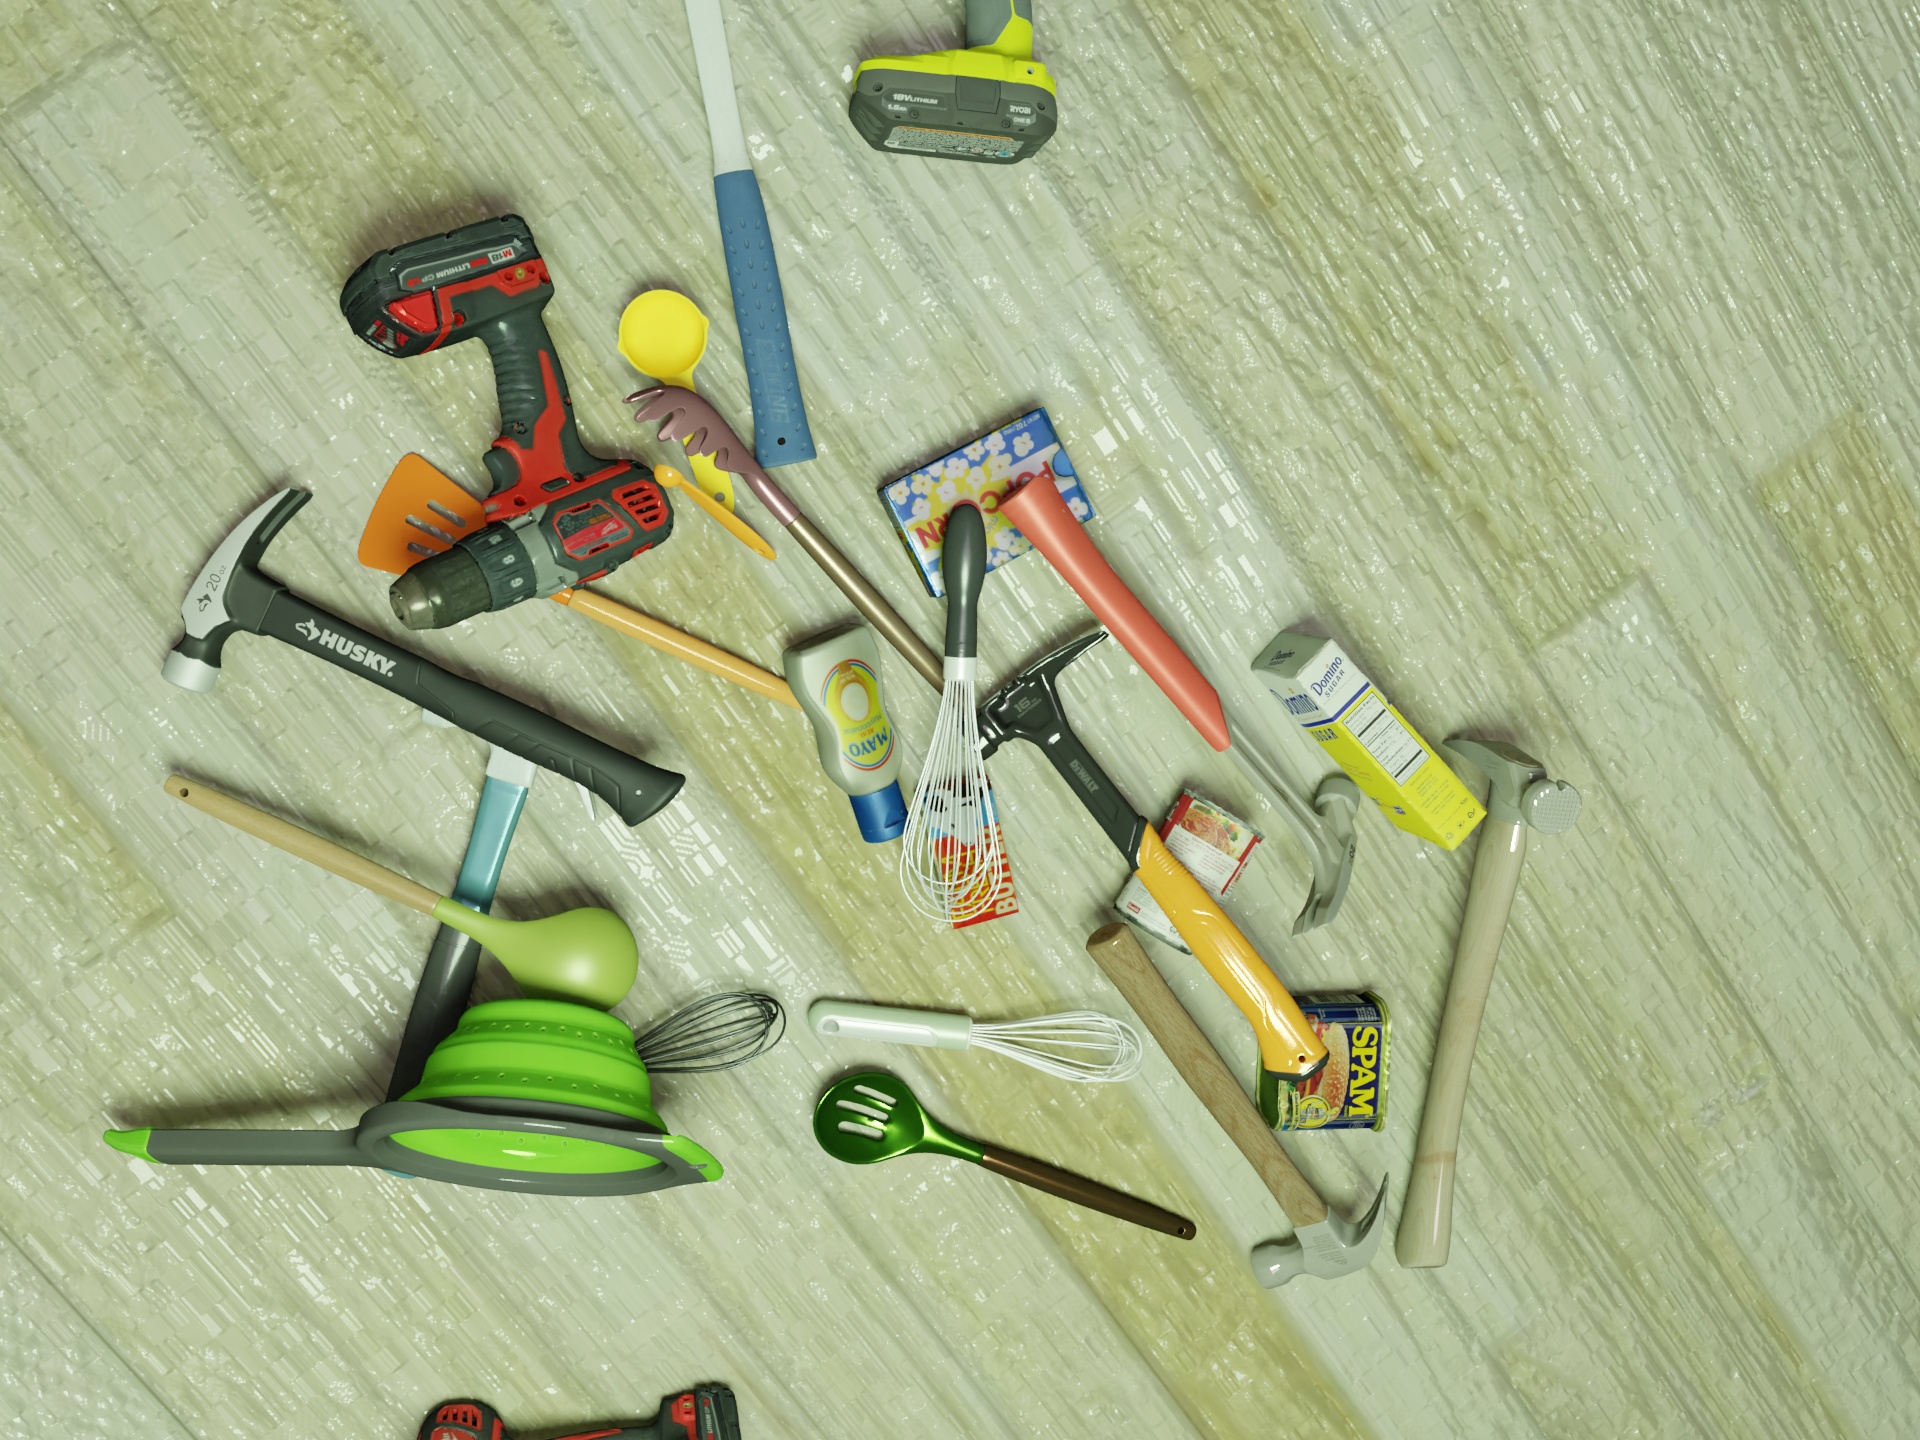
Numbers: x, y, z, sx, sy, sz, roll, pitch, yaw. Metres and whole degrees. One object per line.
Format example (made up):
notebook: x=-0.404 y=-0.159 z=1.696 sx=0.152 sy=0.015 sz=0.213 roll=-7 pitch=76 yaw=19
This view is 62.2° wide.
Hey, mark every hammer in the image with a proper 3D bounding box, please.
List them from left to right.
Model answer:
hammer: x=-0.332 y=-0.024 z=1.020 sx=0.335 sy=0.035 sz=0.146 roll=25 pitch=91 yaw=0
hammer: x=-0.339 y=0.148 z=1.073 sx=0.128 sy=0.033 sz=0.331 roll=17 pitch=94 yaw=-11
hammer: x=-0.145 y=-0.371 z=1.045 sx=0.144 sy=0.035 sz=0.405 roll=-11 pitch=99 yaw=-9
hammer: x=0.144 y=0.099 z=1.092 sx=0.127 sy=0.034 sz=0.337 roll=-38 pitch=82 yaw=7
hammer: x=0.151 y=-0.019 z=1.087 sx=0.036 sy=0.149 sz=0.359 roll=-31 pitch=108 yaw=38
hammer: x=0.195 y=0.276 z=1.142 sx=0.130 sy=0.031 sz=0.331 roll=-27 pitch=107 yaw=30
hammer: x=0.370 y=0.218 z=1.185 sx=0.038 sy=0.146 sz=0.410 roll=4 pitch=106 yaw=-10

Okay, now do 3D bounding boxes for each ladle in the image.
ladle: x=-0.360 y=0.107 z=1.034 sx=0.320 sy=0.062 sz=0.078 roll=26 pitch=94 yaw=-4

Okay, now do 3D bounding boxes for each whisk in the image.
whisk: x=-0.236 y=0.240 z=1.097 sx=0.239 sy=0.055 sz=0.055 roll=-19 pitch=100 yaw=-3
whisk: x=0.000 y=-0.003 z=1.075 sx=0.070 sy=0.070 sz=0.284 roll=2 pitch=96 yaw=-11
whisk: x=0.013 y=0.226 z=1.141 sx=0.246 sy=0.059 sz=0.057 roll=8 pitch=123 yaw=-7

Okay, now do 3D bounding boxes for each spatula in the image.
spatula: x=-0.239 y=-0.075 z=1.071 sx=0.322 sy=0.041 sz=0.081 roll=25 pitch=91 yaw=-16

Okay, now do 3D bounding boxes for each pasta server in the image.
pasta server: x=-0.100 y=-0.111 z=1.072 sx=0.040 sy=0.060 sz=0.316 roll=-46 pitch=110 yaw=-7

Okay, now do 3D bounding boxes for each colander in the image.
colander: x=-0.348 y=0.237 z=1.016 sx=0.397 sy=0.204 sz=0.095 roll=-1 pitch=62 yaw=7

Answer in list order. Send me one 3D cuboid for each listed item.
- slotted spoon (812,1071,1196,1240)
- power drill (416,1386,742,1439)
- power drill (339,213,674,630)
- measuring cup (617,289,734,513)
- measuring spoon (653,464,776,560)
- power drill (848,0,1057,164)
slotted spoon: x=0.036 y=0.328 z=1.166 sx=0.313 sy=0.031 sz=0.070 roll=23 pitch=92 yaw=-14
power drill: x=-0.261 y=0.520 z=1.076 sx=0.219 sy=0.143 sz=0.078 roll=4 pitch=98 yaw=-13
power drill: x=-0.301 y=-0.178 z=0.990 sx=0.188 sy=0.080 sz=0.226 roll=-30 pitch=103 yaw=-32
measuring cup: x=-0.183 y=-0.212 z=1.068 sx=0.062 sy=0.029 sz=0.156 roll=-18 pitch=111 yaw=-4
measuring spoon: x=-0.161 y=-0.134 z=1.052 sx=0.116 sy=0.021 sz=0.011 roll=39 pitch=67 yaw=-45
power drill: x=-0.014 y=-0.494 z=1.035 sx=0.190 sy=0.080 sz=0.228 roll=2 pitch=94 yaw=-11
